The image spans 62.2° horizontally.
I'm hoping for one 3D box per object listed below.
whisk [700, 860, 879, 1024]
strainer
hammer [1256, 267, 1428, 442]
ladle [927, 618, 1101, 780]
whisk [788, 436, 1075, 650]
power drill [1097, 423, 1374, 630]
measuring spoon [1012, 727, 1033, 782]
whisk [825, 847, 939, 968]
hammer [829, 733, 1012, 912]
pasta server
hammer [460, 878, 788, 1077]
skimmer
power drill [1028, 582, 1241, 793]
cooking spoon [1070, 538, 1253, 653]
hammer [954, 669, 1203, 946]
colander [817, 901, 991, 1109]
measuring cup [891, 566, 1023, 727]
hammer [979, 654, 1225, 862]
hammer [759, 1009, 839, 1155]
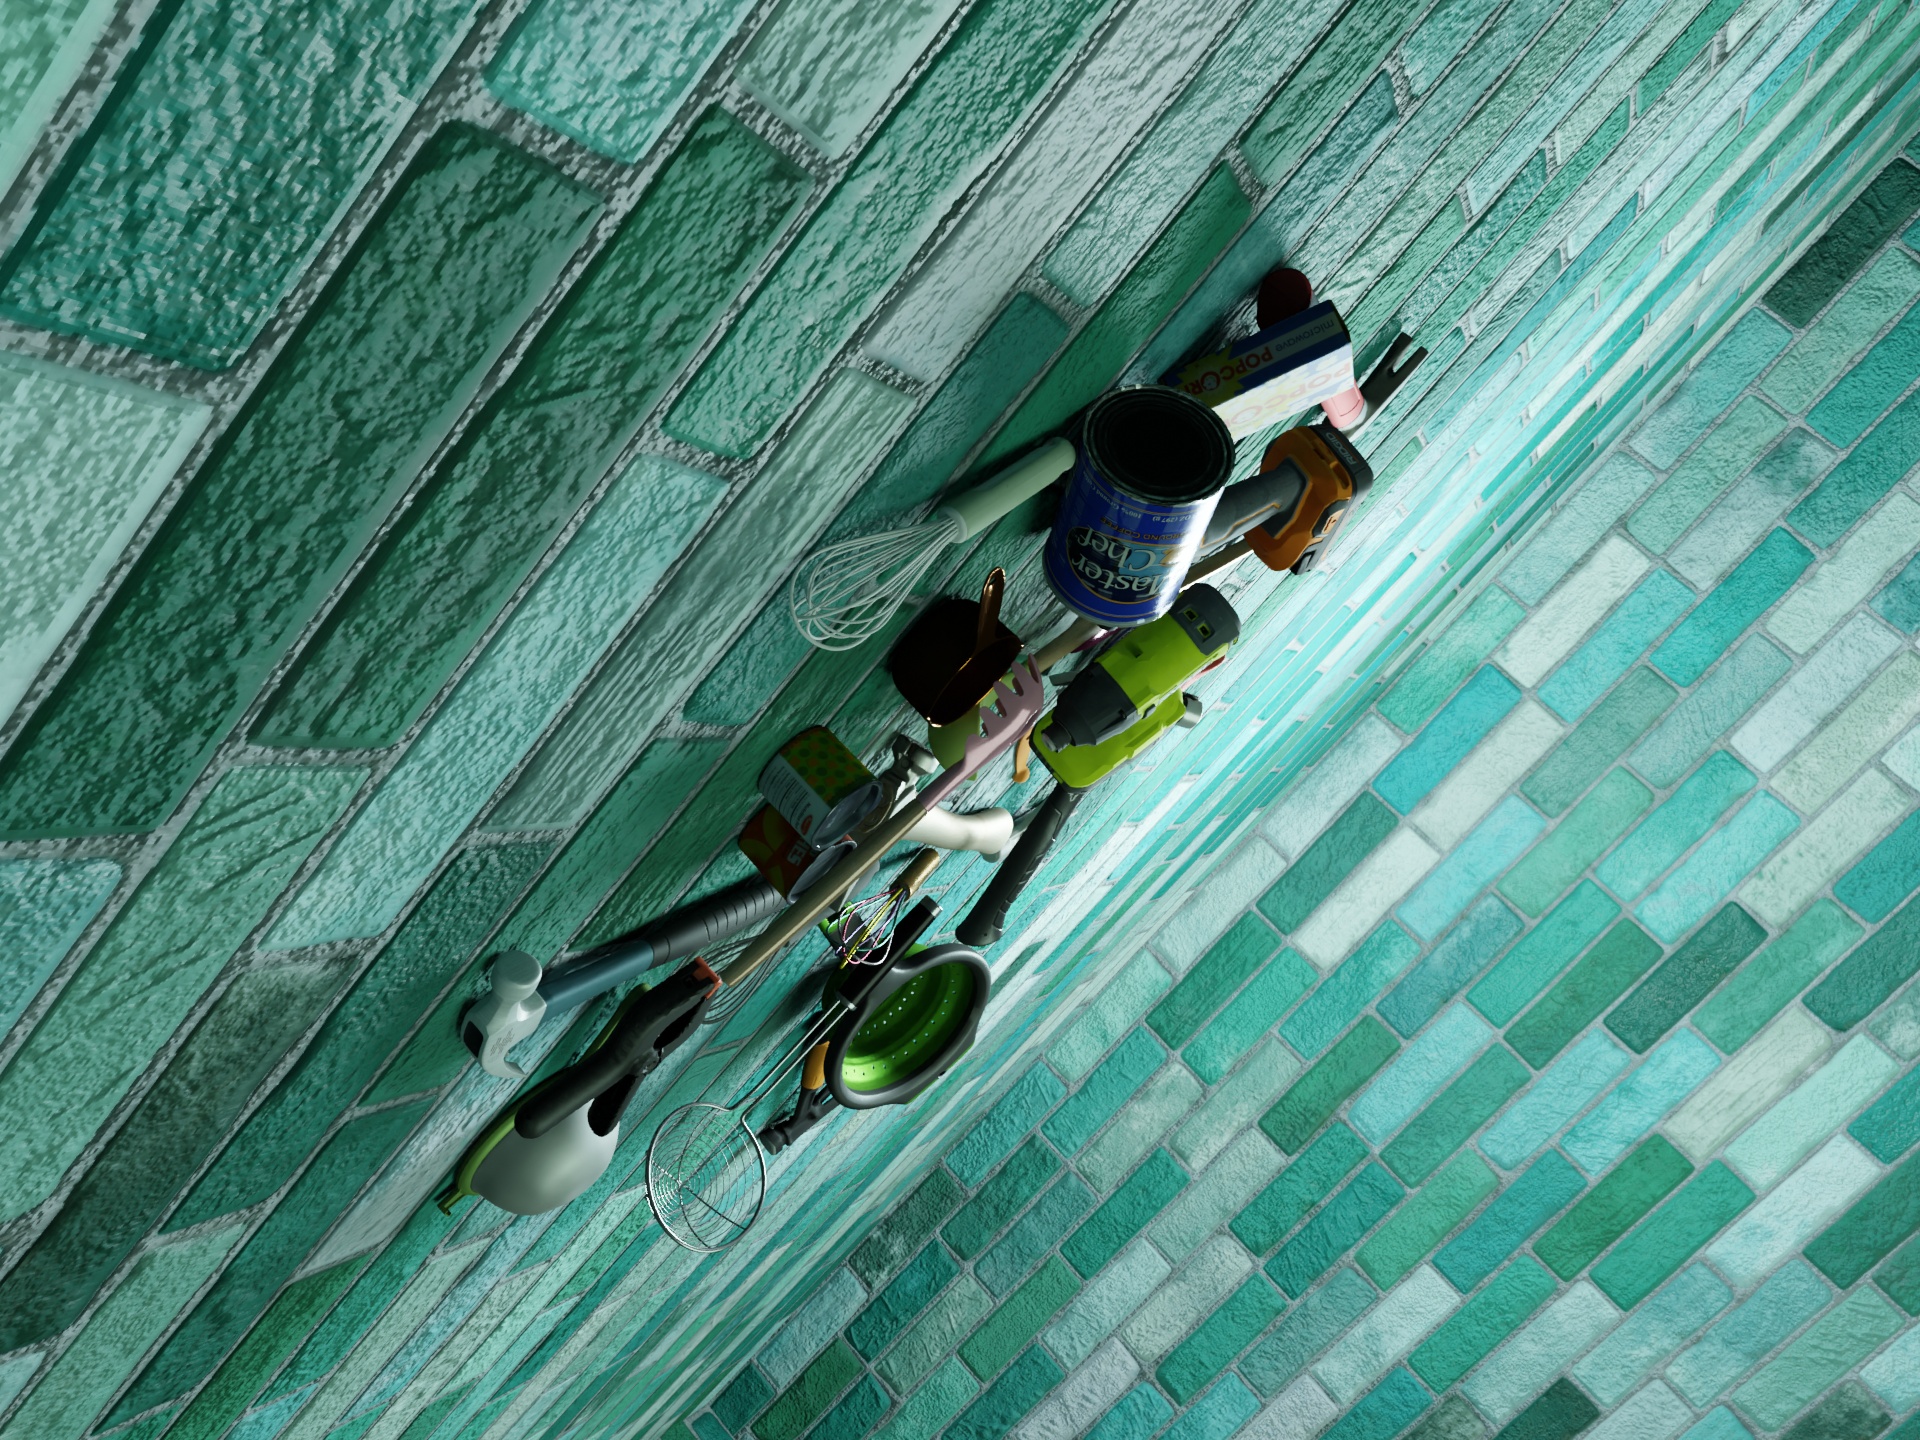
[{"bbox_3d":[-0.149,0.176,1.322,0.239,0.055,0.055,-36,162,-39],"label":"whisk"},{"bbox_3d":[-0.292,0.309,1.248,0.256,0.069,0.151,-52,162,26],"label":"strainer"},{"bbox_3d":[0.300,-0.295,1.264,0.143,0.038,0.386,-49,163,11],"label":"hammer"},{"bbox_3d":[0.083,-0.050,1.289,0.320,0.062,0.078,-36,142,-39],"label":"ladle"},{"bbox_3d":[-0.011,-0.115,0.961,0.246,0.059,0.058,-37,-161,-35],"label":"whisk"},{"bbox_3d":[0.206,-0.149,1.278,0.226,0.084,0.164,-19,152,-29],"label":"power drill"},{"bbox_3d":[0.063,0.034,1.529,0.021,0.011,0.116,-39,162,-18],"label":"measuring spoon"},{"bbox_3d":[-0.064,0.162,1.417,0.245,0.051,0.047,-43,138,-69],"label":"whisk"},{"bbox_3d":[-0.023,0.103,1.415,0.146,0.038,0.410,-58,164,2],"label":"hammer"},{"bbox_3d":[-0.053,0.073,1.129,0.316,0.040,0.060,-42,170,-5],"label":"pasta server"},{"bbox_3d":[-0.218,0.164,1.145,0.331,0.033,0.128,-22,151,-52],"label":"hammer"},{"bbox_3d":[-0.135,0.303,1.409,0.363,0.127,0.090,-47,-160,-8],"label":"skimmer"},{"bbox_3d":[0.125,-0.016,1.270,0.171,0.080,0.223,-37,172,-11],"label":"power drill"},{"bbox_3d":[0.206,-0.129,1.467,0.319,0.017,0.068,-29,157,-39],"label":"cooking spoon"},{"bbox_3d":[0.082,0.089,1.493,0.146,0.035,0.334,15,122,-28],"label":"hammer"},{"bbox_3d":[-0.094,0.245,1.563,0.204,0.095,0.396,-40,145,-13],"label":"colander"},{"bbox_3d":[-0.002,-0.065,1.082,0.095,0.052,0.173,-37,159,-25],"label":"measuring cup"},{"bbox_3d":[0.151,0.025,1.583,0.149,0.037,0.359,-27,165,-43],"label":"hammer"},{"bbox_3d":[-0.162,0.404,1.832,0.127,0.034,0.336,-34,160,-29],"label":"hammer"}]
